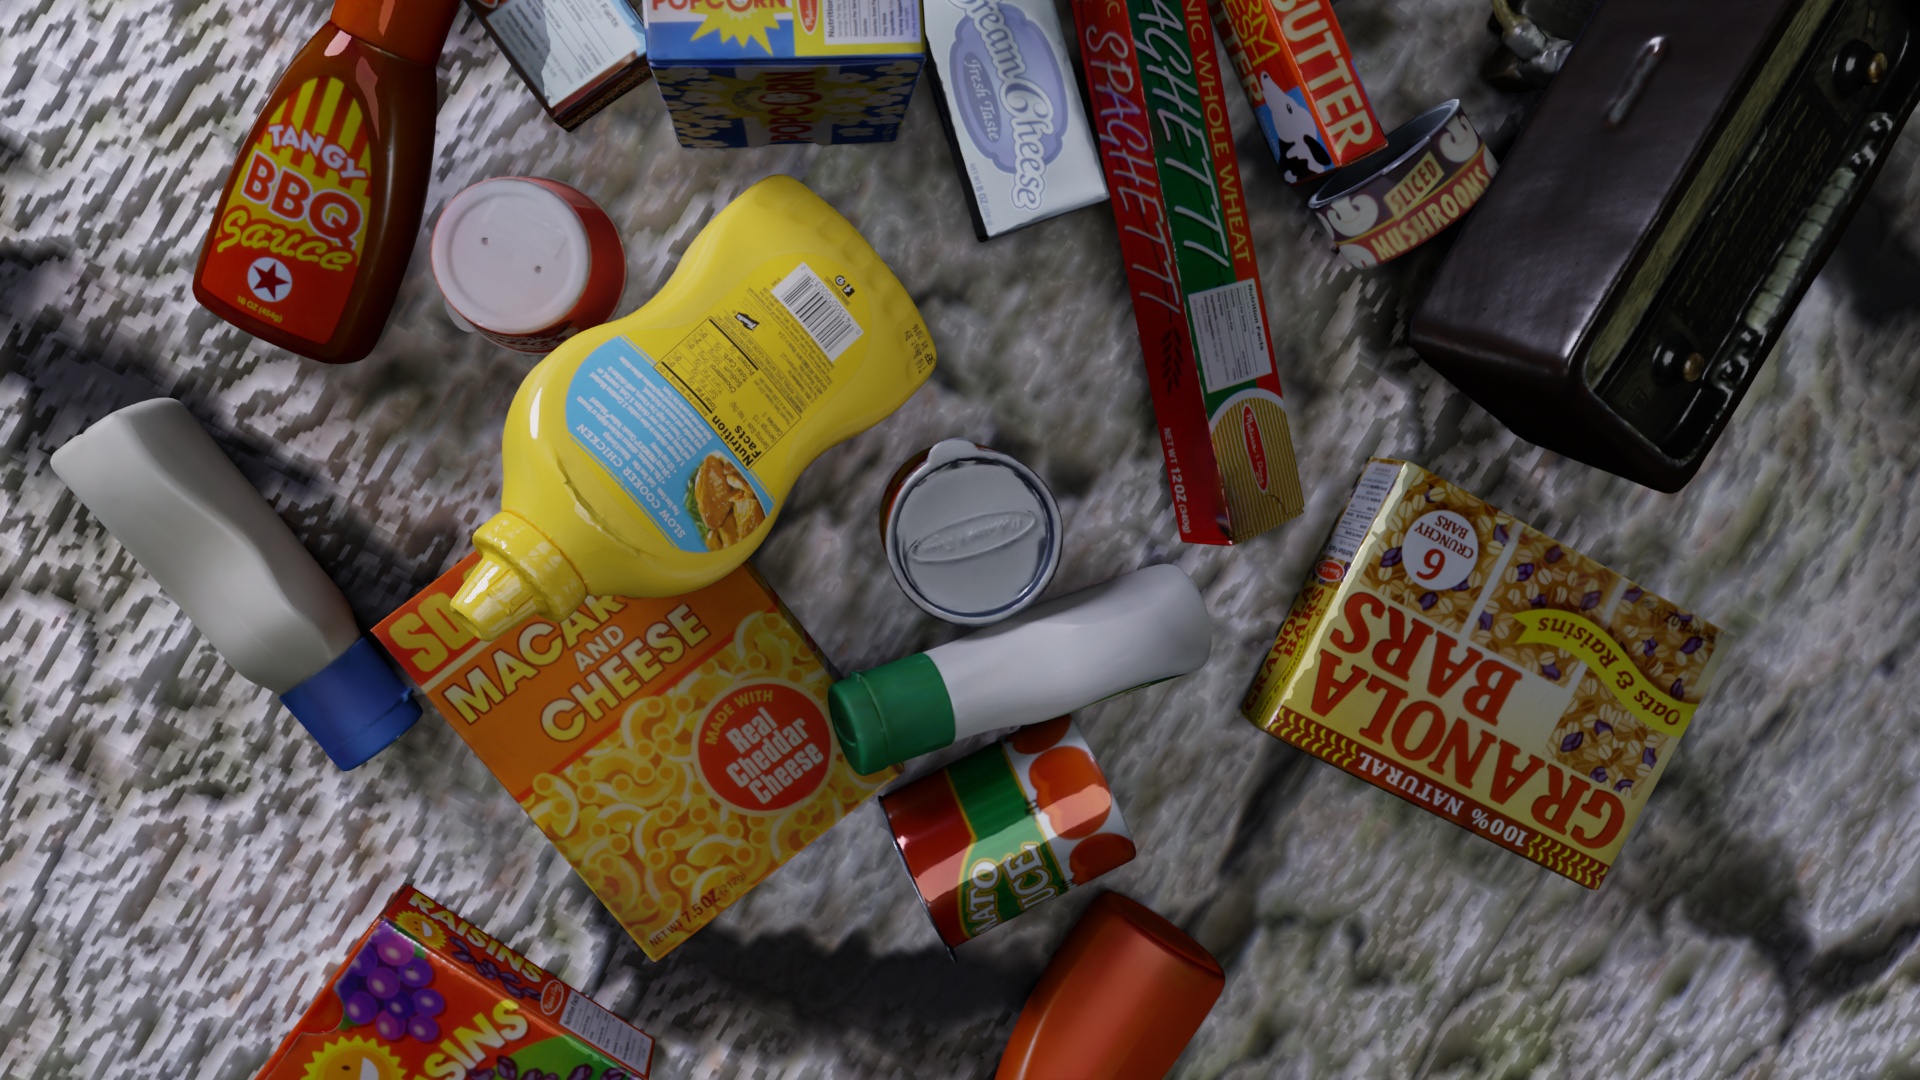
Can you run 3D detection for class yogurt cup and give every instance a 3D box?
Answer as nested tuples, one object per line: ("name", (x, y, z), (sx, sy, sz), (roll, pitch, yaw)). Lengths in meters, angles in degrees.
("yogurt cup", (-0.160, -0.102, 0.509), (0.072, 0.054, 0.072), (-1, 97, -8))

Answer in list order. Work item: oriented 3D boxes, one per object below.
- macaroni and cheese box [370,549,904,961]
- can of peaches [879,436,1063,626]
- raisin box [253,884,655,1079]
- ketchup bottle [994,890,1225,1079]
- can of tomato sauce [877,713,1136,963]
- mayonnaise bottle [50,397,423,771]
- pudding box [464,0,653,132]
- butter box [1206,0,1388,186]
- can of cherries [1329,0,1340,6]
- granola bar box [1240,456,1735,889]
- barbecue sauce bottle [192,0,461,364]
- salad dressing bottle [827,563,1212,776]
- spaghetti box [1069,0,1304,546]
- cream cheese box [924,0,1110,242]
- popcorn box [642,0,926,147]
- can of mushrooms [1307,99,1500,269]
("macaroni and cheese box", (-0.121, 0.059, 0.540), (0.124, 0.040, 0.166), (-37, 100, -3))
("can of peaches", (0.002, -0.007, 0.539), (0.071, 0.058, 0.071), (-1, 97, -6))
("raisin box", (-0.197, 0.208, 0.549), (0.123, 0.040, 0.086), (36, 92, -9))
("ketchup bottle", (0.045, 0.223, 0.579), (0.065, 0.043, 0.148), (33, 92, -9))
("can of tomato sauce", (0.019, 0.115, 0.550), (0.083, 0.071, 0.071), (-25, 99, -4))
("mayonnaise bottle", (-0.259, 0.018, 0.509), (0.041, 0.065, 0.148), (-35, 103, -2))
("pudding box", (-0.152, -0.200, 0.510), (0.049, 0.030, 0.083), (-36, 100, 0))
("butter box", (0.124, -0.190, 0.534), (0.024, 0.053, 0.103), (-27, 99, -5))
("can of cherries", (0.158, -0.242, 0.527), (0.058, 0.071, 0.071), (-19, 99, -5))
("granola bar box", (0.219, 0.056, 0.583), (0.165, 0.039, 0.124), (26, 92, -10))
("barbecue sauce bottle", (-0.216, -0.140, 0.489), (0.065, 0.044, 0.148), (27, 104, -2))
("salad dressing bottle", (0.024, 0.050, 0.535), (0.148, 0.064, 0.044), (-17, 99, -19))
("spaghetti box", (0.087, -0.124, 0.539), (0.050, 0.028, 0.249), (-20, 101, -38))
("cream cheese box", (0.018, -0.174, 0.538), (0.053, 0.024, 0.103), (-19, 99, -6))
("popcorn box", (-0.060, -0.166, 0.477), (0.085, 0.127, 0.038), (-4, 95, -7))
("can of mushrooms", (0.172, -0.137, 0.538), (0.071, 0.071, 0.033), (-38, 102, -1))
